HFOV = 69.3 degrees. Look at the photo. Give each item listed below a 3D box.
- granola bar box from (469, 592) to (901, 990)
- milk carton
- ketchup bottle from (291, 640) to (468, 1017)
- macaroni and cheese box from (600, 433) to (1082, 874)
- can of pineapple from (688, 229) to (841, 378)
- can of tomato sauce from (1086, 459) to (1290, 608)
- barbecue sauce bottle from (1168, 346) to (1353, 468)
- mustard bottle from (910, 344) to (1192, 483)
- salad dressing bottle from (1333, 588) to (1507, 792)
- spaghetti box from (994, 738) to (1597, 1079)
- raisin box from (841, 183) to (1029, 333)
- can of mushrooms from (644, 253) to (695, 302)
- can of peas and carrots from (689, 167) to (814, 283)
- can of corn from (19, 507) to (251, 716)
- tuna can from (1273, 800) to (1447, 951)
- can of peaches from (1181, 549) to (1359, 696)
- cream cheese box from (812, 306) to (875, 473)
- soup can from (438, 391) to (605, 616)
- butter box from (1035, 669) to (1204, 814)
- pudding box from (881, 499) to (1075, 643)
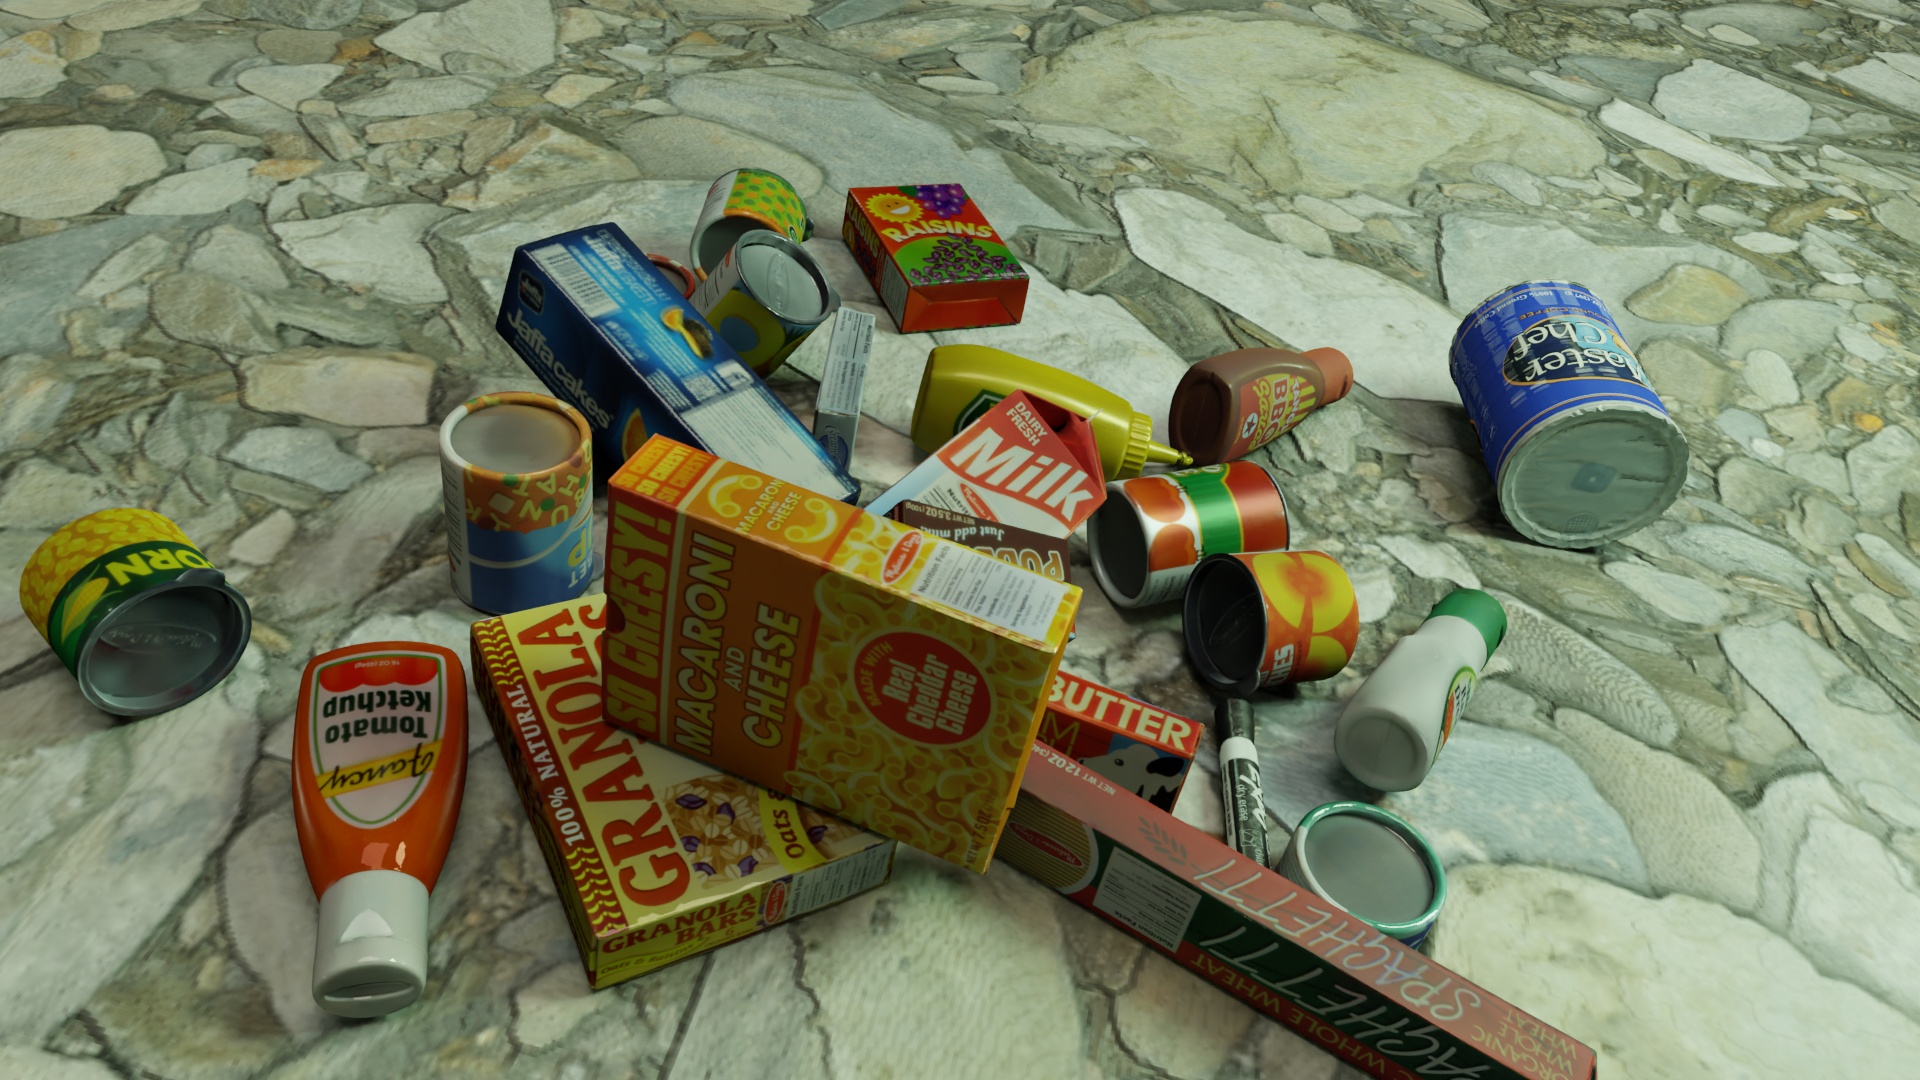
[{"bbox_3d":[-0.118,0.088,0.574,0.124,0.038,0.166,-13,46,-28],"label":"granola bar box"},{"bbox_3d":[0.002,-0.008,0.672,0.073,0.072,0.191,51,47,-3],"label":"milk carton"},{"bbox_3d":[-0.220,0.105,0.526,0.065,0.043,0.149,-3,43,-17],"label":"ketchup bottle"},{"bbox_3d":[-0.051,0.044,0.516,0.166,0.123,0.040,20,39,8],"label":"macaroni and cheese box"},{"bbox_3d":[-0.115,-0.134,0.802,0.071,0.057,0.071,26,45,-29],"label":"can of pineapple"},{"bbox_3d":[0.116,-0.005,0.718,0.083,0.070,0.071,-10,45,-23],"label":"can of tomato sauce"},{"bbox_3d":[0.185,-0.088,0.839,0.044,0.064,0.149,31,34,33],"label":"barbecue sauce bottle"},{"bbox_3d":[0.055,-0.063,0.775,0.160,0.065,0.049,13,36,-5],"label":"mustard bottle"},{"bbox_3d":[0.227,0.067,0.671,0.044,0.064,0.148,23,33,26],"label":"salad dressing bottle"},{"bbox_3d":[0.119,0.157,0.545,0.250,0.049,0.029,27,44,17],"label":"spaghetti box"},{"bbox_3d":[-0.018,-0.189,0.920,0.086,0.039,0.124,-9,46,-22],"label":"raisin box"},{"bbox_3d":[-0.189,-0.140,0.826,0.071,0.033,0.071,7,40,-6],"label":"can of mushrooms"},{"bbox_3d":[-0.131,-0.190,0.874,0.071,0.070,0.059,8,41,-4],"label":"can of peas and carrots"},{"bbox_3d":[-0.336,0.026,0.568,0.058,0.070,0.071,36,46,26],"label":"can of corn"},{"bbox_3d":[0.170,0.145,0.584,0.071,0.032,0.071,7,41,-6],"label":"tuna can"},{"bbox_3d":[0.151,0.040,0.673,0.058,0.070,0.071,-2,42,-27],"label":"can of peaches"},{"bbox_3d":[-0.067,-0.079,0.770,0.024,0.053,0.104,10,40,-5],"label":"cream cheese box"},{"bbox_3d":[-0.201,-0.017,0.641,0.071,0.083,0.072,7,40,-6],"label":"soup can"},{"bbox_3d":[0.049,0.086,0.607,0.103,0.052,0.024,20,39,9],"label":"butter box"},{"bbox_3d":[0.005,0.018,0.585,0.084,0.030,0.050,14,59,-26],"label":"pudding box"}]
